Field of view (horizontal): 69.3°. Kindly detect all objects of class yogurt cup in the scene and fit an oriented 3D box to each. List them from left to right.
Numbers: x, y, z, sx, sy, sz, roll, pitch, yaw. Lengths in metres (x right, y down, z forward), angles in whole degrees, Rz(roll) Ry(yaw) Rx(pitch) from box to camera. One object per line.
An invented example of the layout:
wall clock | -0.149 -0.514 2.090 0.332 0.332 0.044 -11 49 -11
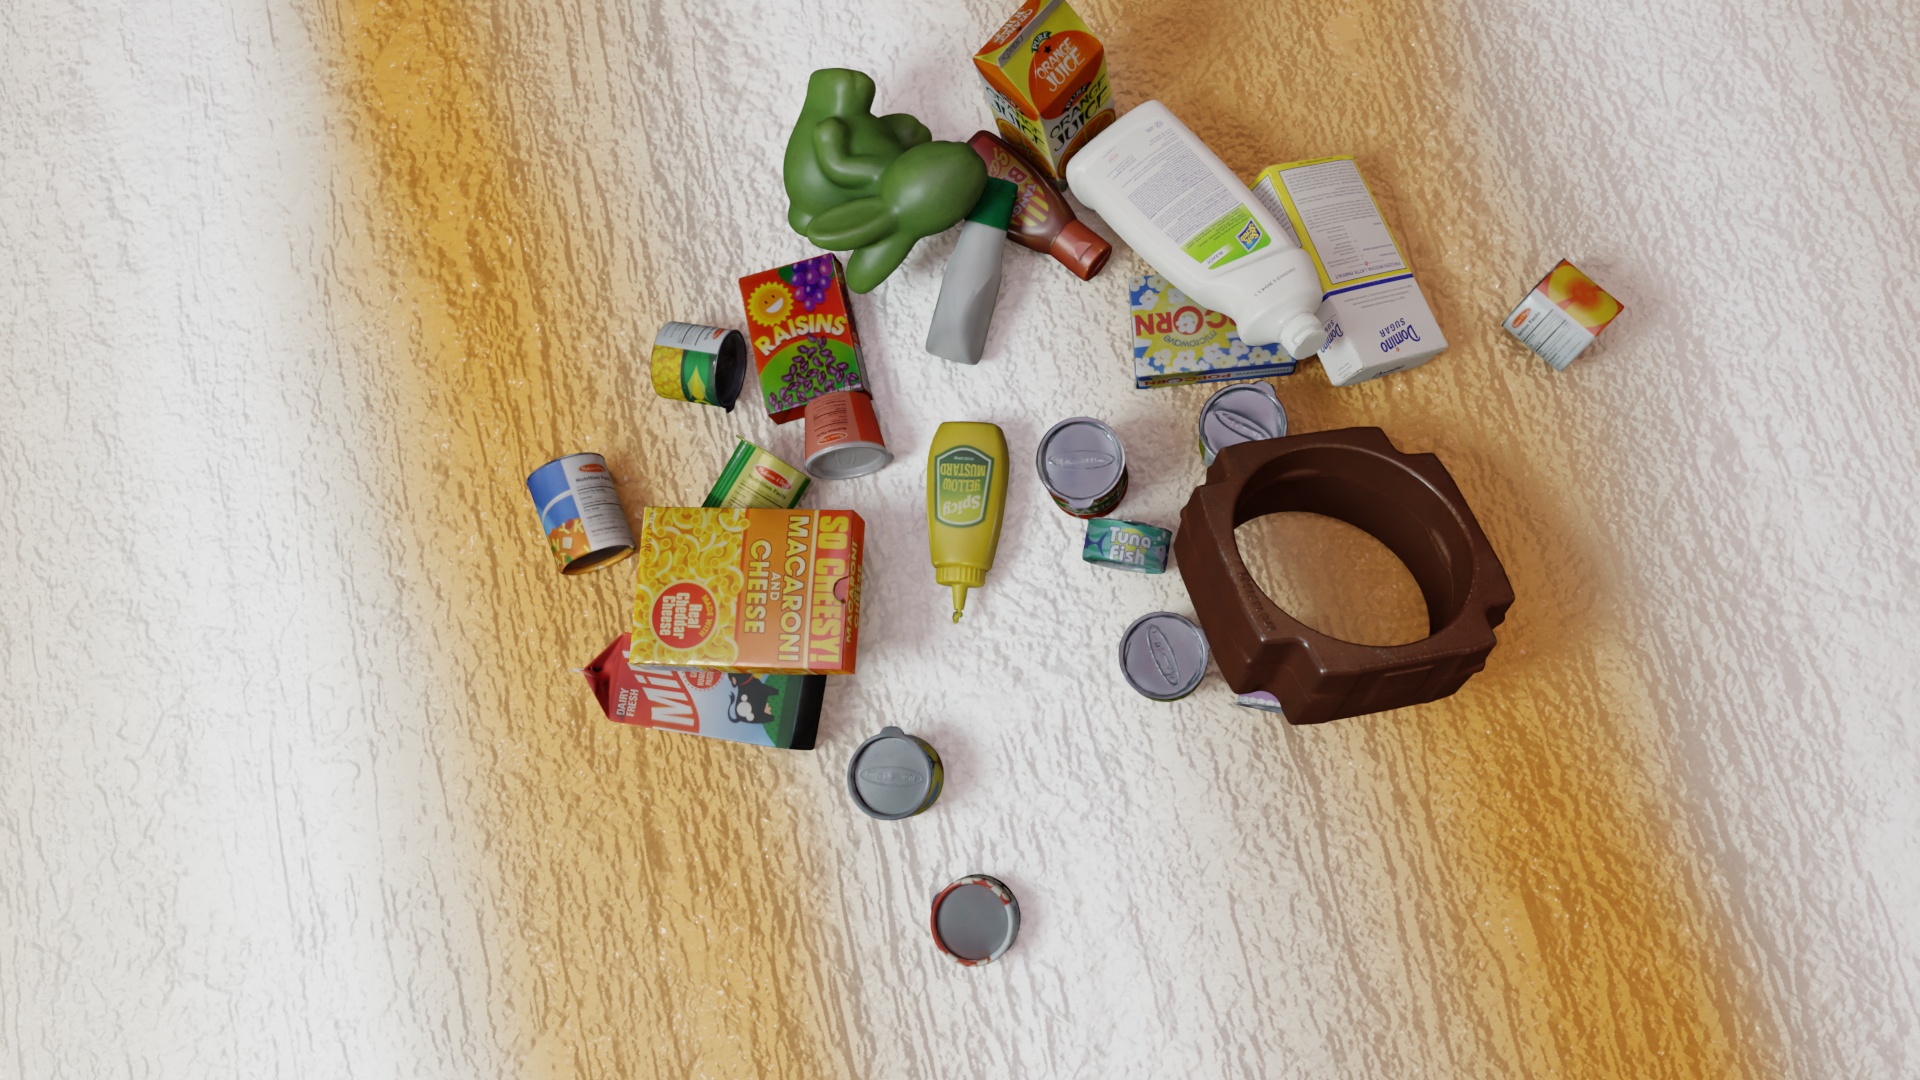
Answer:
yogurt cup | -0.096 -0.086 1.126 0.072 0.072 0.054 -13 71 7

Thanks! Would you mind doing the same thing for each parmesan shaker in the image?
parmesan shaker | -0.178 -0.024 1.126 0.071 0.071 0.103 31 88 13

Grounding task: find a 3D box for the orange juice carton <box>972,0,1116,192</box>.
orange juice carton | 0.067 -0.353 1.076 0.073 0.192 0.072 44 91 14

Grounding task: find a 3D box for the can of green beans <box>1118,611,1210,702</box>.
can of green beans | 0.155 0.089 1.057 0.071 0.058 0.071 -2 81 9

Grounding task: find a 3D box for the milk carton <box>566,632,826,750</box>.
milk carton | -0.210 0.117 1.105 0.191 0.072 0.073 7 82 11

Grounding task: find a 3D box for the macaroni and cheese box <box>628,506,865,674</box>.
macaroni and cheese box | -0.161 0.038 1.056 0.166 0.040 0.124 1 78 9

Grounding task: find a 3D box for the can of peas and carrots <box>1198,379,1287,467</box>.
can of peas and carrots | 0.219 -0.085 1.075 0.071 0.058 0.071 -2 80 9

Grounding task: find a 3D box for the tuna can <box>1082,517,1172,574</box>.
tuna can | 0.128 0.004 1.069 0.071 0.071 0.033 9 84 11

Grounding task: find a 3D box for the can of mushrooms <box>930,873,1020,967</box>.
can of mushrooms | 0.009 0.289 1.061 0.071 0.033 0.071 -1 81 9

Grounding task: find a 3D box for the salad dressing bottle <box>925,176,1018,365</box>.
salad dressing bottle | 0.011 -0.217 1.116 0.044 0.064 0.147 18 101 18

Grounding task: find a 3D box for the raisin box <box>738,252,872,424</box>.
raisin box | -0.129 -0.168 1.157 0.086 0.040 0.123 -15 80 7

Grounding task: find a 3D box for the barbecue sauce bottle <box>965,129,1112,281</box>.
barbecue sauce bottle | 0.057 -0.270 1.140 0.149 0.044 0.065 41 98 13

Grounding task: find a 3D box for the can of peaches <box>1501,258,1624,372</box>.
can of peaches | 0.455 -0.171 1.048 0.071 0.071 0.058 -46 77 0

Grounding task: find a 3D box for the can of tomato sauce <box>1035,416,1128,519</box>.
can of tomato sauce | 0.097 -0.053 1.077 0.071 0.083 0.071 -1 81 9

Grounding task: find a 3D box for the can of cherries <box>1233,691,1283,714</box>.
can of cherries | 0.241 0.099 1.038 0.071 0.071 0.058 9 82 11

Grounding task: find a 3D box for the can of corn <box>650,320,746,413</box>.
can of corn | -0.217 -0.144 1.155 0.058 0.071 0.071 10 83 12

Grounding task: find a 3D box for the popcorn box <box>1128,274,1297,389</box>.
popcorn box | 0.199 -0.170 1.103 0.127 0.038 0.085 -5 80 9

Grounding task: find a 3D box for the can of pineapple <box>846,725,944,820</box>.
can of pineapple | -0.049 0.181 1.075 0.071 0.058 0.071 -1 81 9

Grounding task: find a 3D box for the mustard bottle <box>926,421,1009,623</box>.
mustard bottle | 0.004 -0.014 1.104 0.065 0.049 0.160 1 81 11

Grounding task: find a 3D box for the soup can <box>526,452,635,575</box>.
soup can | -0.315 -0.020 1.150 0.071 0.071 0.084 -24 78 5
